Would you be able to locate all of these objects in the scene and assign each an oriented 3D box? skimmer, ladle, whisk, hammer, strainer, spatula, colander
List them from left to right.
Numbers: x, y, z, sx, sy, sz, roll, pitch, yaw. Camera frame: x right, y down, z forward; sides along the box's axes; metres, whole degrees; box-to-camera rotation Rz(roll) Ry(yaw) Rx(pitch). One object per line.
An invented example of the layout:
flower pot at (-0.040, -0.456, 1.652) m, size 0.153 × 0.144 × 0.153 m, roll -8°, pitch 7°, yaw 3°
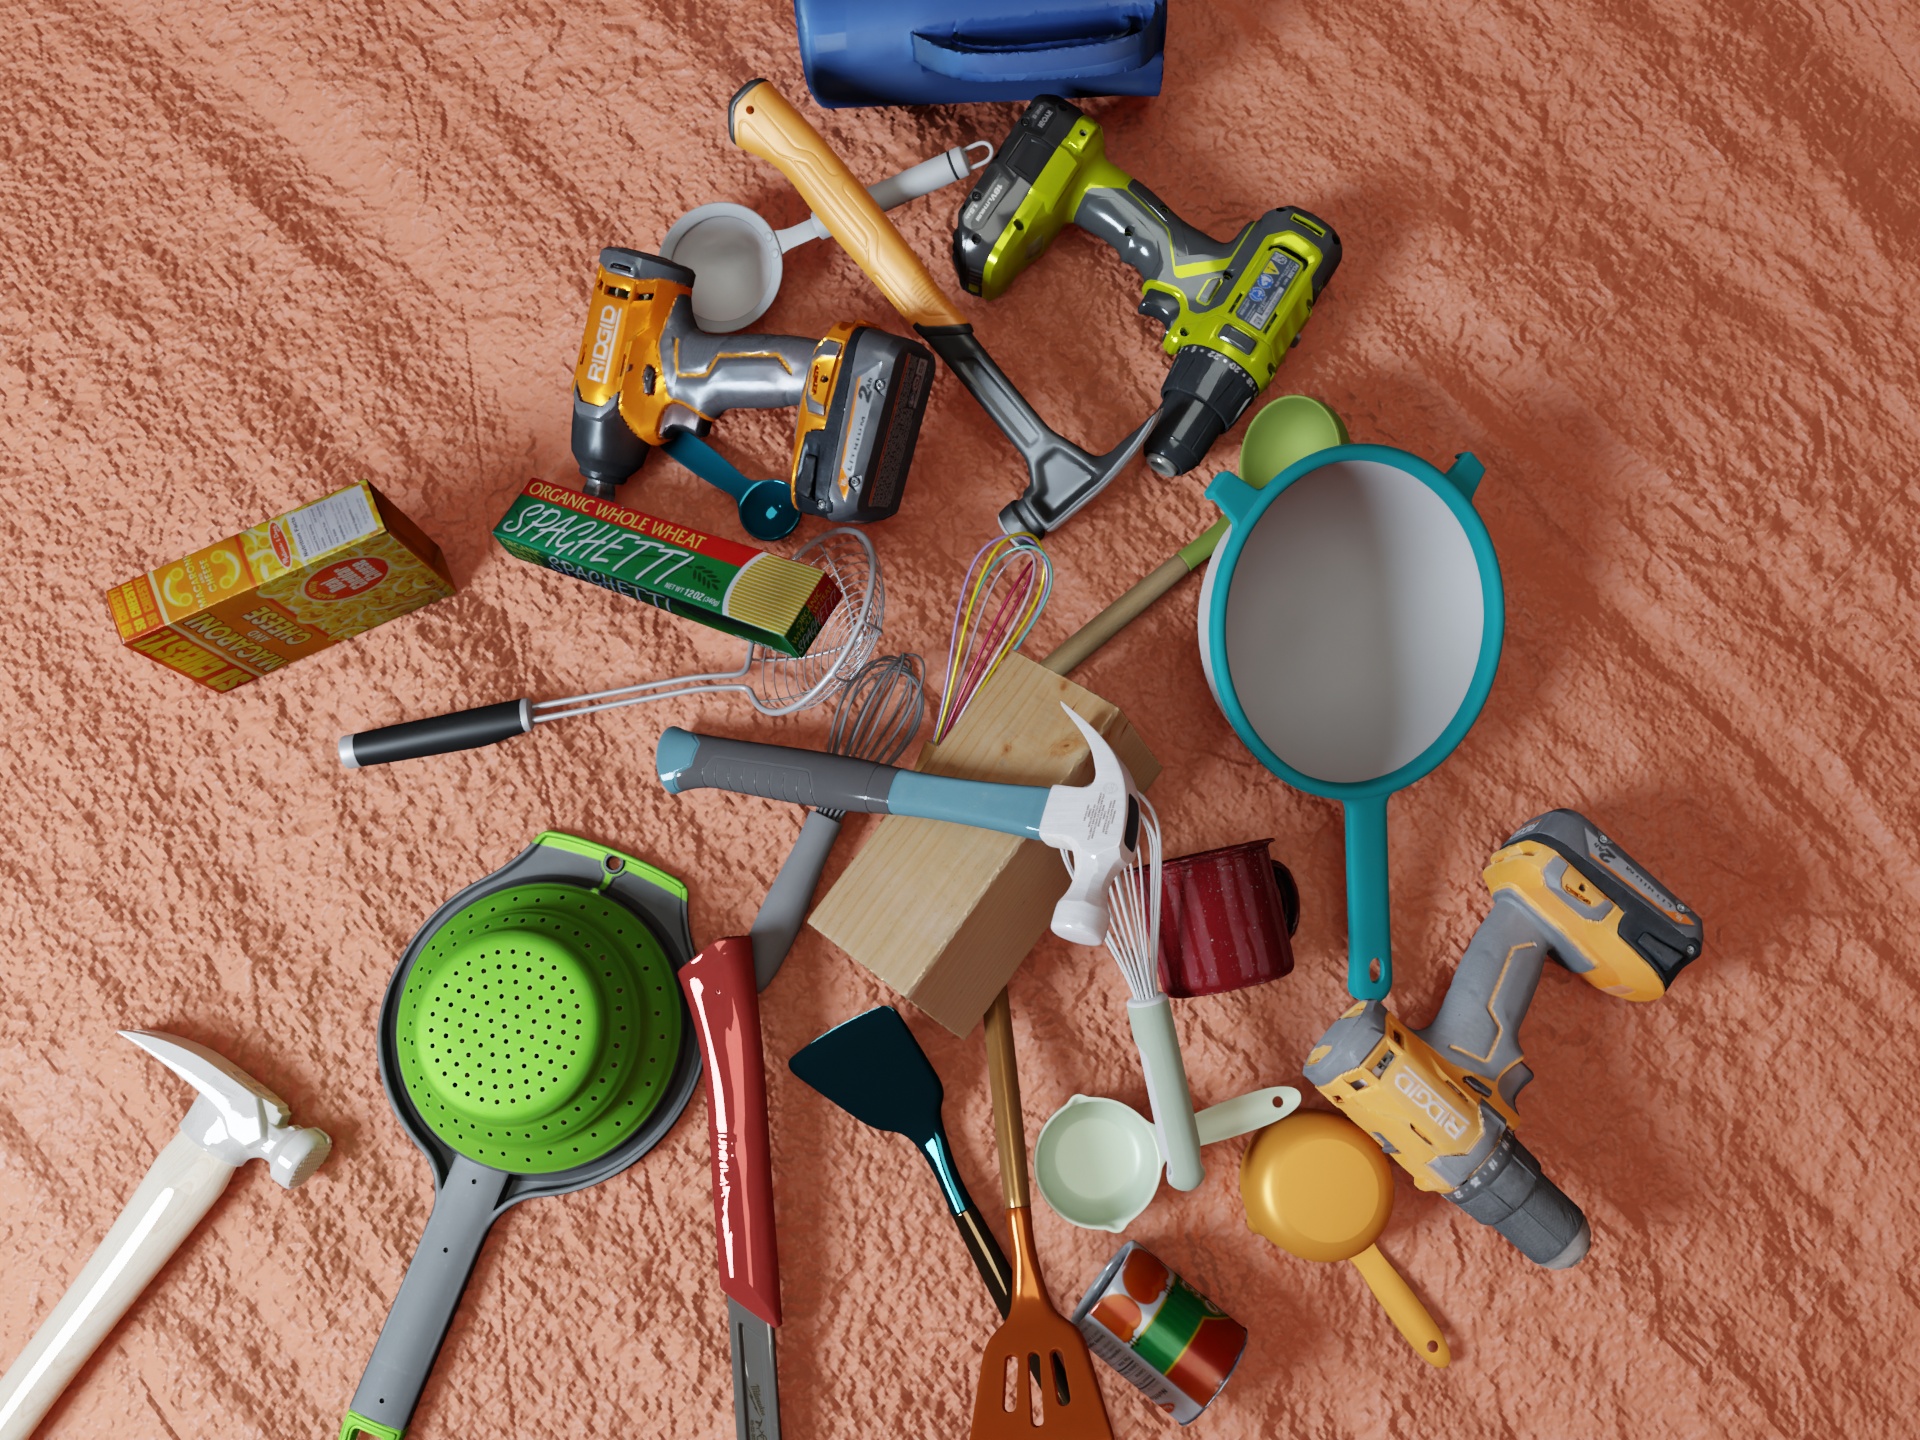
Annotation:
hammer at (-0.555, 0.385, 0.947) m, size 0.146 × 0.038 × 0.411 m, roll 32°, pitch 82°, yaw 8°
colander at (-0.288, 0.258, 0.937) m, size 0.204 × 0.094 × 0.397 m, roll 20°, pitch 80°, yaw 4°
skimmer at (-0.221, -0.035, 0.995) m, size 0.363 × 0.090 × 0.127 m, roll -11°, pitch 49°, yaw 1°
hammer at (-0.117, 0.308, 0.943) m, size 0.149 × 0.036 × 0.359 m, roll -5°, pitch 84°, yaw 0°
strainer at (-0.096, -0.322, 1.047) m, size 0.258 × 0.050 × 0.087 m, roll -19°, pitch 89°, yaw 15°
whisk at (-0.082, 0.064, 0.998) m, size 0.055 × 0.055 × 0.239 m, roll 25°, pitch 85°, yaw 5°
hammer at (-0.048, 0.041, 0.931) m, size 0.331 × 0.033 × 0.128 m, roll 7°, pitch 67°, yaw 31°
hammer at (-0.021, -0.272, 1.005) m, size 0.127 × 0.034 × 0.337 m, roll -39°, pitch 94°, yaw 24°
whisk at (0.000, -0.002, 0.997) m, size 0.051 × 0.047 × 0.245 m, roll 24°, pitch 93°, yaw 18°
spatula at (0.009, 0.320, 0.948) m, size 0.082 × 0.044 × 0.317 m, roll -32°, pitch 82°, yaw 19°
spatula at (0.030, 0.258, 0.927) m, size 0.081 × 0.041 × 0.323 m, roll -10°, pitch 66°, yaw 8°
whisk at (0.106, 0.154, 0.920) m, size 0.059 × 0.058 × 0.246 m, roll -13°, pitch 94°, yaw -3°
ladle at (0.119, -0.091, 1.020) m, size 0.320 × 0.062 × 0.078 m, roll -39°, pitch 55°, yaw -3°
strainer at (0.227, 0.002, 0.988) m, size 0.211 × 0.095 × 0.340 m, roll -8°, pitch 100°, yaw -23°

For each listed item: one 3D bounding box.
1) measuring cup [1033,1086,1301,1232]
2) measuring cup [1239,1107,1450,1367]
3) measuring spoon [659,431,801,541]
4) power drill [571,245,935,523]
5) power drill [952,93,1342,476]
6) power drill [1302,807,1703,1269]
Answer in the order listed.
measuring cup at (0.124, 0.252, 0.964) m, size 0.167 × 0.038 × 0.083 m, roll -17°, pitch 80°, yaw -4°
measuring cup at (0.239, 0.311, 0.941) m, size 0.095 × 0.052 × 0.174 m, roll -35°, pitch 79°, yaw -6°
measuring spoon at (-0.156, -0.161, 1.058) m, size 0.129 × 0.021 × 0.042 m, roll 37°, pitch 84°, yaw 16°
power drill at (-0.144, -0.194, 1.005) m, size 0.226 × 0.084 × 0.164 m, roll 19°, pitch 101°, yaw 17°
power drill at (0.111, -0.286, 1.046) m, size 0.228 × 0.080 × 0.190 m, roll 32°, pitch 83°, yaw 4°
power drill at (0.339, 0.188, 0.939) m, size 0.185 × 0.084 × 0.226 m, roll 43°, pitch 76°, yaw 7°
